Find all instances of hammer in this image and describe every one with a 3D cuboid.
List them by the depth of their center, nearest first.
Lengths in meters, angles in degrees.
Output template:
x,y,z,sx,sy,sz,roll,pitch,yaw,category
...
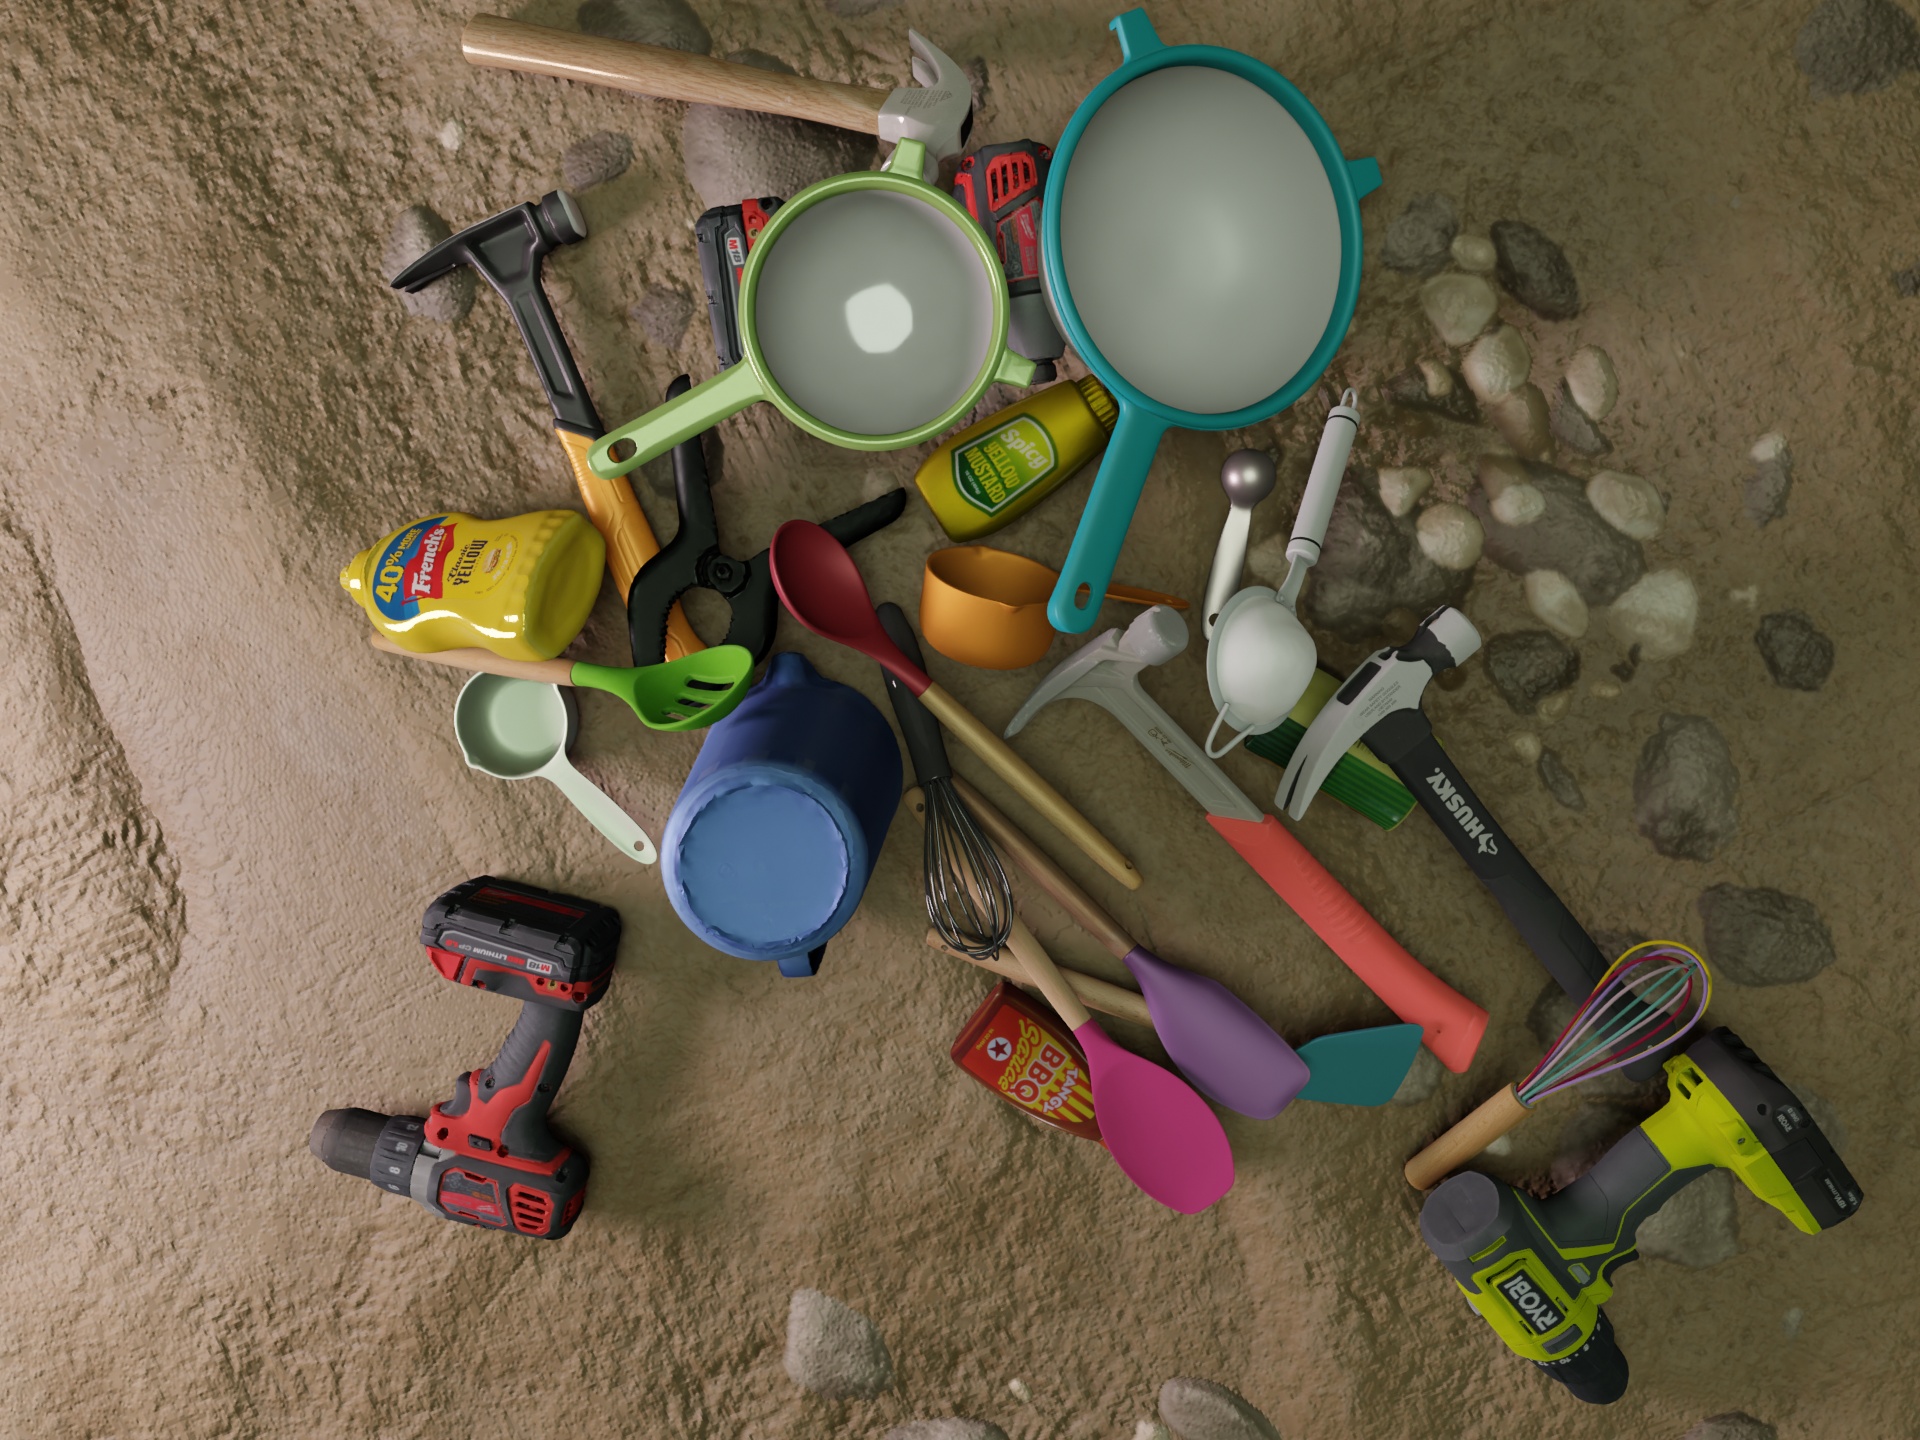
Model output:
x,y,z,sx,sy,sz,roll,pitch,yaw,category
0.325,0.100,0.950,0.146,0.035,0.334,-41,108,2,hammer
-0.150,-0.391,0.968,0.331,0.031,0.130,15,55,13,hammer
0.192,0.089,0.990,0.359,0.037,0.149,45,136,-8,hammer
-0.242,-0.160,1.024,0.127,0.034,0.337,-23,94,7,hammer

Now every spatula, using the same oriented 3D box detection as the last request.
x,y,z,sx,sy,sz,roll,pitch,yaw,category
0.087,0.130,1.003,0.316,0.018,0.060,44,97,11,spatula
0.130,0.184,1.023,0.317,0.044,0.082,18,131,11,spatula

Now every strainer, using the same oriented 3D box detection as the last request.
x,y,z,sx,sy,sz,roll,pitch,yaw,category
-0.095,-0.205,0.910,0.256,0.069,0.151,-28,100,3,strainer
0.102,-0.214,0.928,0.210,0.095,0.340,21,88,-25,strainer
0.200,-0.093,0.936,0.086,0.050,0.258,37,64,-35,strainer

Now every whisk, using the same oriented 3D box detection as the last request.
x,y,z,sx,sy,sz,roll,pitch,yaw,category
0.356,0.213,0.966,0.047,0.051,0.245,40,123,3,whisk
-0.015,0.037,1.001,0.055,0.055,0.239,-18,78,7,whisk

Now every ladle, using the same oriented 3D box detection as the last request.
x,y,z,sx,sy,sz,roll,pitch,yaw,category
-0.002,-0.003,0.983,0.315,0.069,0.031,43,136,-7,ladle

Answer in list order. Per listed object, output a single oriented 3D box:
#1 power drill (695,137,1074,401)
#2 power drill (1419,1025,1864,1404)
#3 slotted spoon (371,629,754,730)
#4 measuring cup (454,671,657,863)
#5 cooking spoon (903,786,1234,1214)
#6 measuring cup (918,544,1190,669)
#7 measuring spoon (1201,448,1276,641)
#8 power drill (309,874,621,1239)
x,y,z,sx,sy,sz,roll,pitch,yaw,category
-0.040,-0.264,0.974,0.219,0.078,0.143,-9,96,4,power drill
0.422,0.313,0.979,0.228,0.080,0.190,-38,110,9,power drill
-0.254,-0.033,0.986,0.314,0.070,0.031,9,139,29,slotted spoon
-0.257,0.031,1.046,0.167,0.038,0.083,45,98,-2,measuring cup
0.062,0.171,1.007,0.069,0.017,0.319,-39,80,12,cooking spoon
0.058,-0.063,0.992,0.173,0.095,0.052,6,117,-16,measuring cup
0.171,-0.109,0.996,0.034,0.018,0.124,12,98,4,measuring spoon
-0.328,0.223,1.056,0.188,0.080,0.226,14,100,4,power drill
